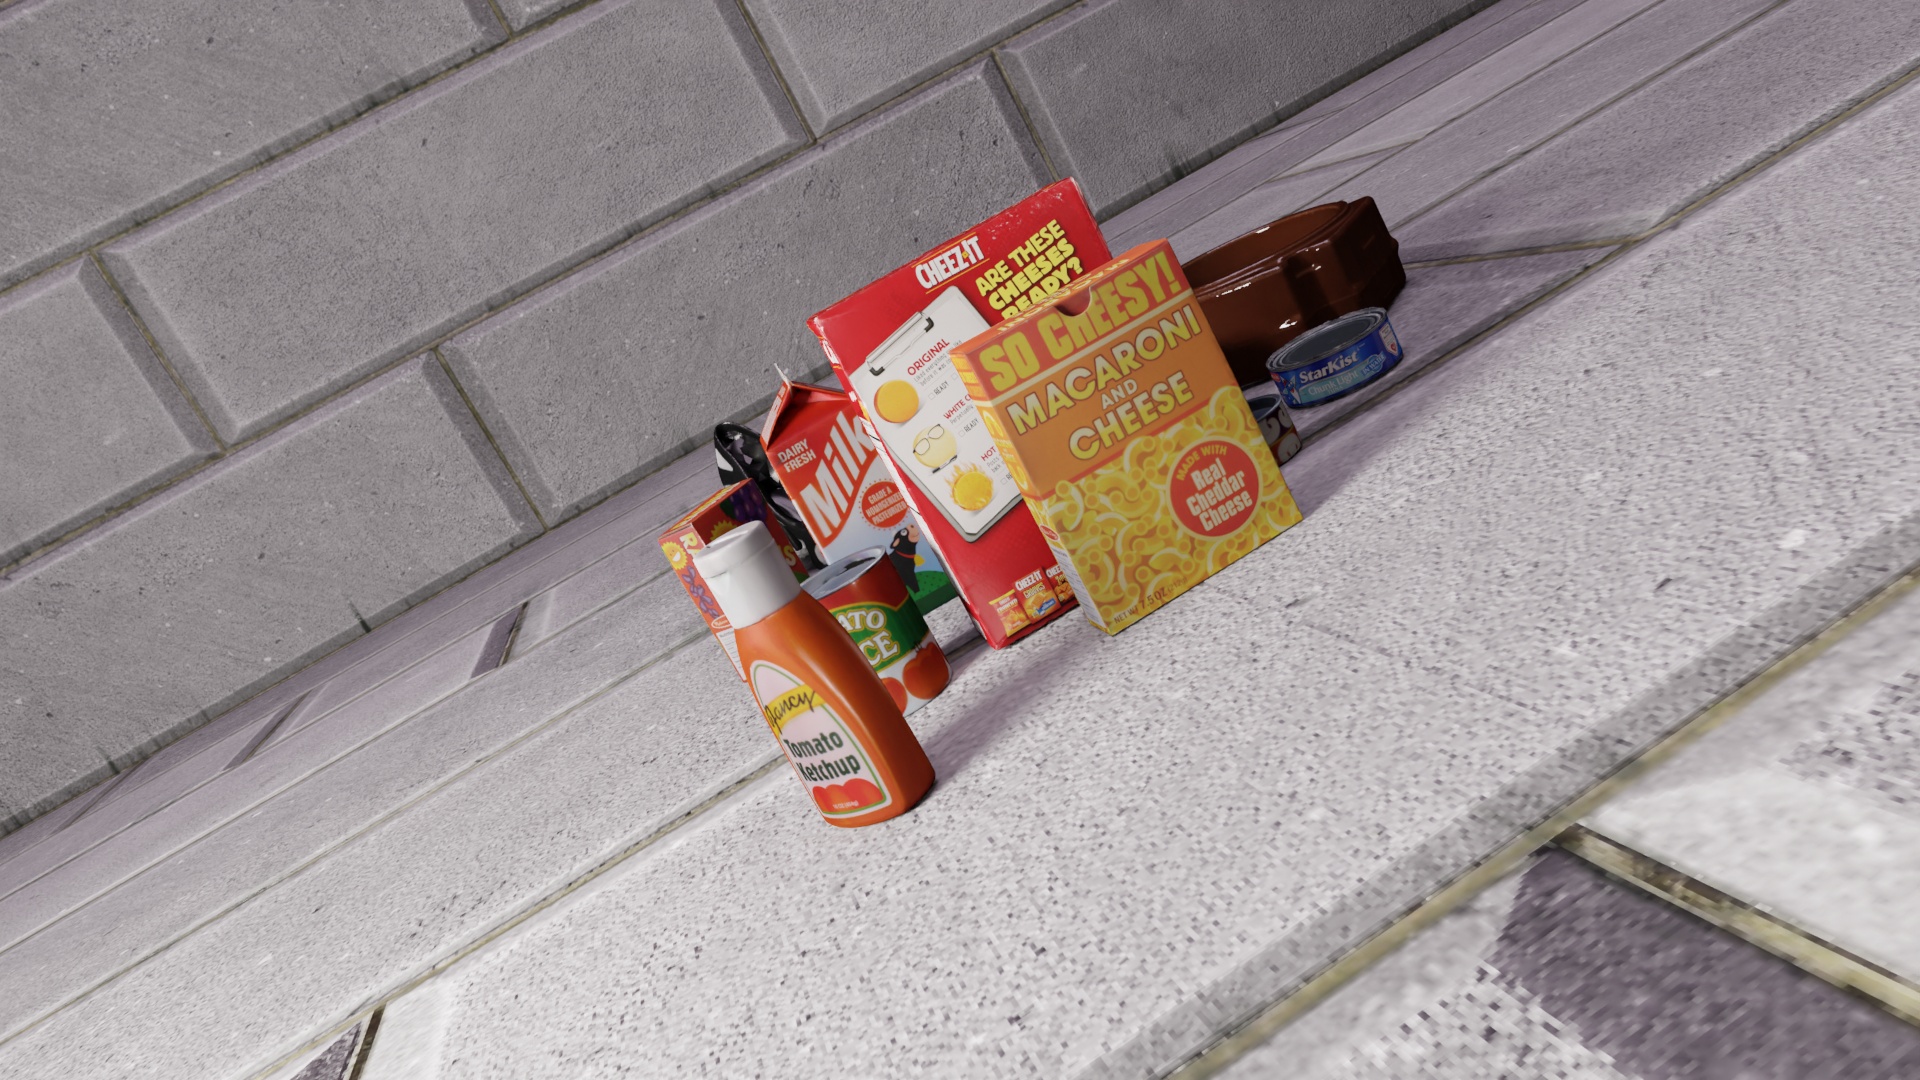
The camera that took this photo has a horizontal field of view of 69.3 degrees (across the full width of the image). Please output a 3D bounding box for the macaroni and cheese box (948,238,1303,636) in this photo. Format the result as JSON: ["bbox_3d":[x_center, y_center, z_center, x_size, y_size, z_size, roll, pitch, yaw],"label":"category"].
[{"bbox_3d":[0.088,-0.054,0.722,0.124,0.166,0.040,-31,13,-9],"label":"macaroni and cheese box"}]

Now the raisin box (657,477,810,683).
[{"bbox_3d":[-0.155,0.028,1.008,0.040,0.123,0.086,-20,15,33],"label":"raisin box"}]

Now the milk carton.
[{"bbox_3d":[-0.077,-0.035,0.936,0.073,0.190,0.072,-30,13,-5],"label":"milk carton"}]

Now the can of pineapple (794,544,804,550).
[{"bbox_3d":[-0.151,-0.032,1.372,0.071,0.057,0.071,-27,13,7],"label":"can of pineapple"}]

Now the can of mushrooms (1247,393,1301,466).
[{"bbox_3d":[0.175,-0.060,0.862,0.071,0.033,0.071,-27,13,7],"label":"can of mushrooms"}]

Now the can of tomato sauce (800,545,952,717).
[{"bbox_3d":[-0.052,0.056,0.779,0.071,0.083,0.071,-27,13,7],"label":"can of tomato sauce"}]

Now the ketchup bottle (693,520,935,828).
[{"bbox_3d":[-0.071,0.062,0.648,0.064,0.148,0.044,-18,16,40],"label":"ketchup bottle"}]
